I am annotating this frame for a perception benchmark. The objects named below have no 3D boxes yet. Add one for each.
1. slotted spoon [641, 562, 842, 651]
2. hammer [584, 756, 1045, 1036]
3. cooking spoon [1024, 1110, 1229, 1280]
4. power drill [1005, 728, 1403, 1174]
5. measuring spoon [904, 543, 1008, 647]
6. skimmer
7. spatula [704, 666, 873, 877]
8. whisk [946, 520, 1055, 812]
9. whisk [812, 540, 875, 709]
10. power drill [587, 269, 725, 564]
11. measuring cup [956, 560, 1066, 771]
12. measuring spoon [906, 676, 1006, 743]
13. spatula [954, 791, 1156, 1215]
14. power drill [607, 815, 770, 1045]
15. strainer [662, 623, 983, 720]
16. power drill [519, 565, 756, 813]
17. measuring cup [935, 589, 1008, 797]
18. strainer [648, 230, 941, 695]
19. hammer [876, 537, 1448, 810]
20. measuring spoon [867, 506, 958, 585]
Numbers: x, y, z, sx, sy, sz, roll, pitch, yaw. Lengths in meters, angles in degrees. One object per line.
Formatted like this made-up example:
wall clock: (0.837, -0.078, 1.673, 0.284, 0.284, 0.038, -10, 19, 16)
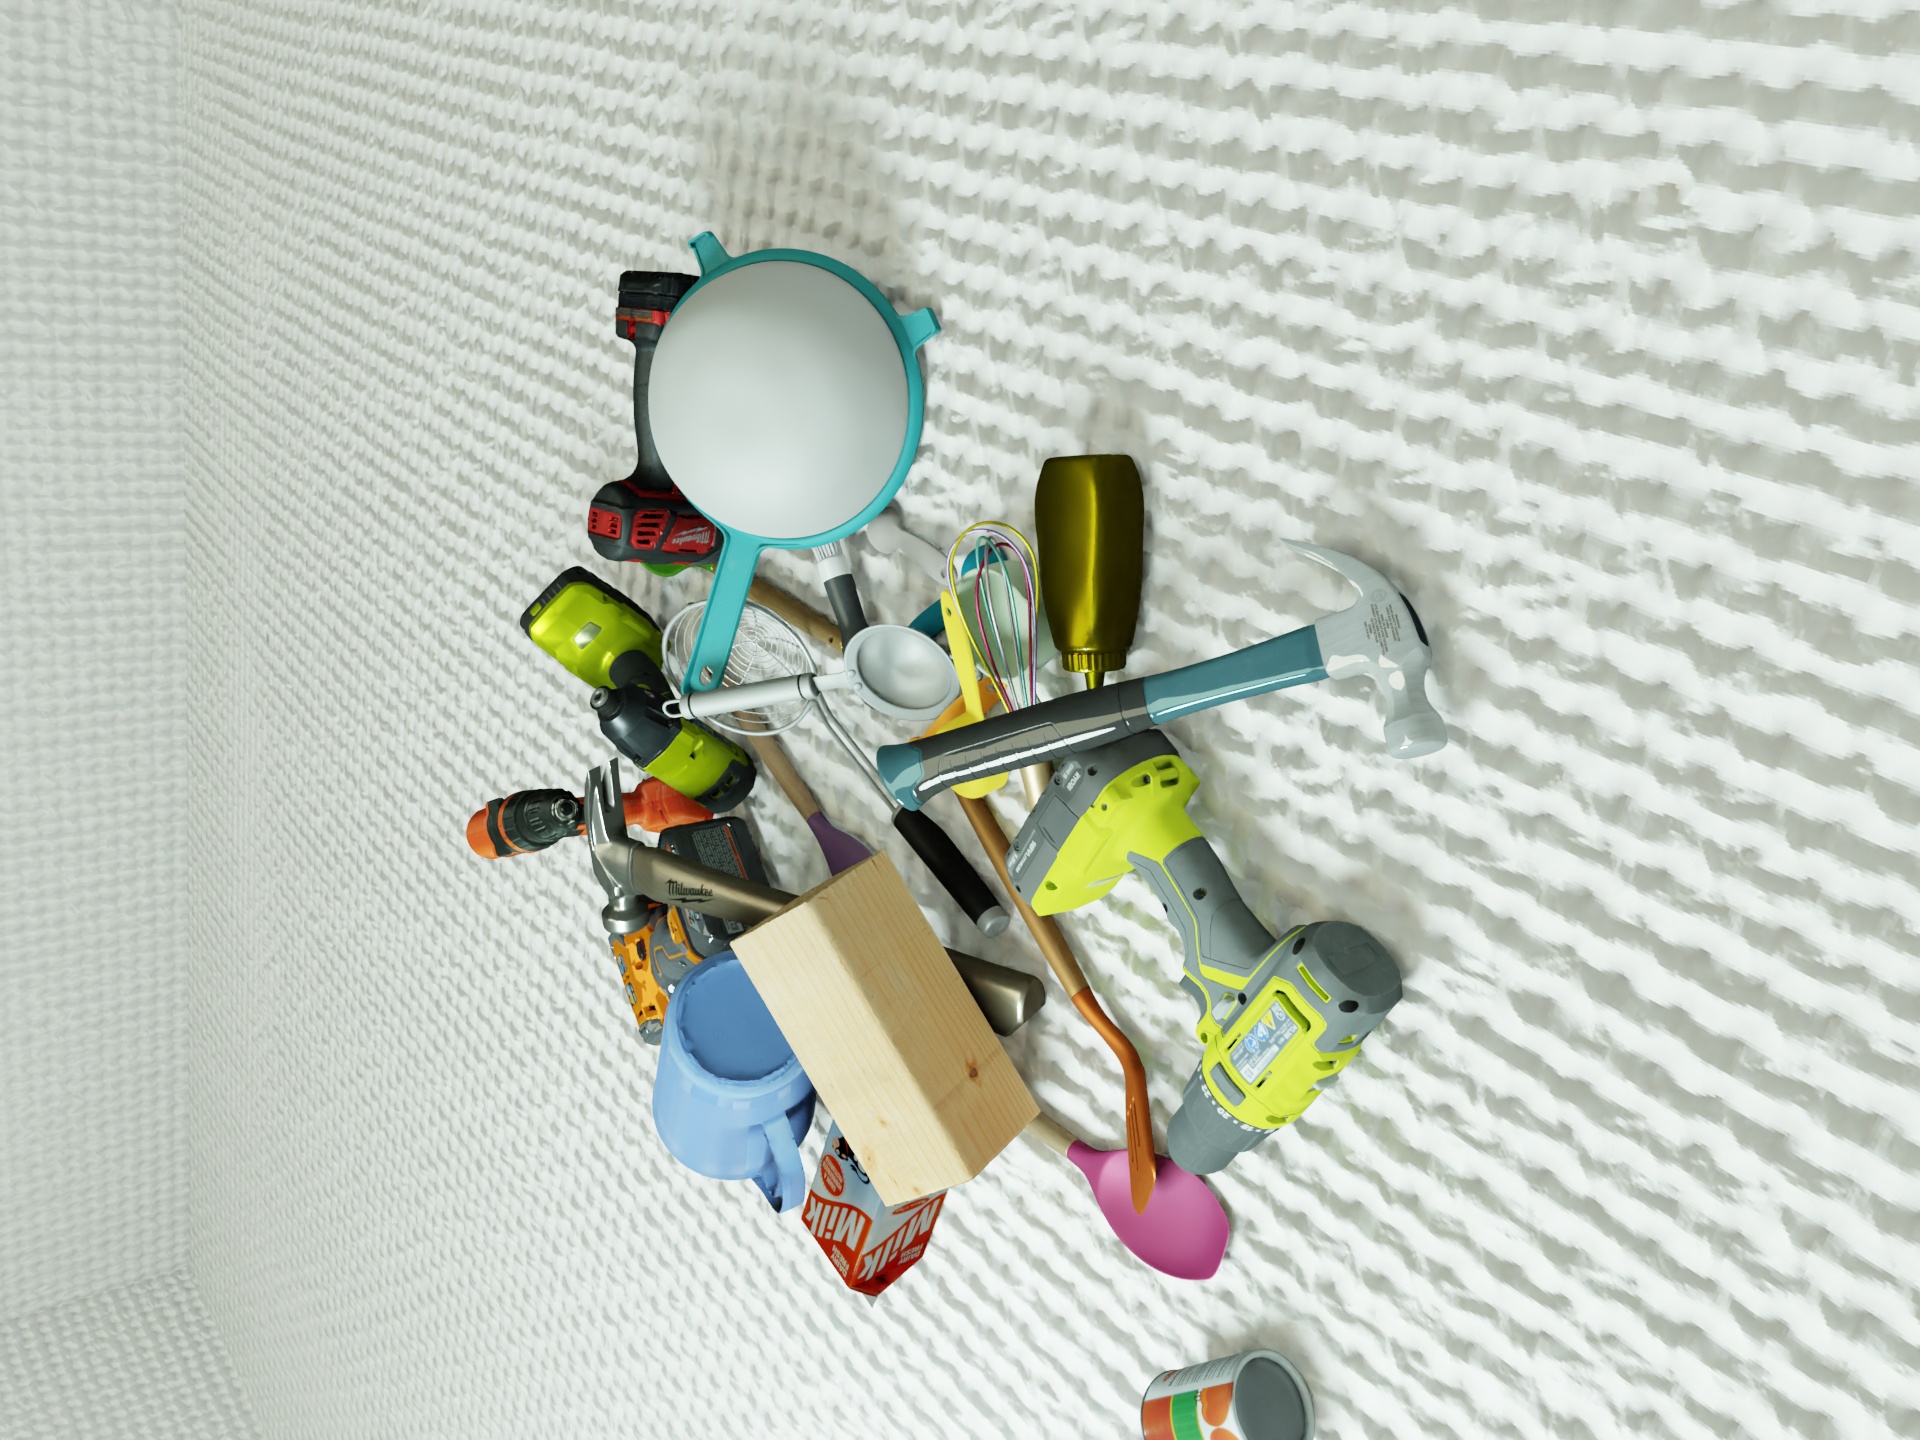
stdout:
slotted spoon: (-0.184, -0.116, 1.306, 0.314, 0.031, 0.070, 31, 119, 42)
hammer: (-0.120, 0.137, 1.168, 0.411, 0.038, 0.146, 13, 118, 32)
cooking spoon: (0.060, 0.278, 1.076, 0.319, 0.017, 0.069, 24, 100, 47)
power drill: (0.128, 0.135, 0.926, 0.229, 0.080, 0.190, 52, 133, 28)
measuring spoon: (-0.011, -0.080, 1.100, 0.128, 0.021, 0.042, -35, 69, 47)
skimmer: (-0.099, 0.038, 1.174, 0.364, 0.090, 0.127, 48, 138, 34)
spatula: (-0.128, 0.058, 1.272, 0.316, 0.018, 0.059, 52, 131, 31)
whisk: (0.042, -0.008, 0.990, 0.051, 0.047, 0.244, 20, 131, 53)
whisk: (-0.104, -0.143, 1.181, 0.070, 0.070, 0.285, -26, 81, 50)
power drill: (-0.209, -0.229, 1.237, 0.079, 0.143, 0.219, 18, 104, 44)
measuring cup: (0.053, -0.026, 1.028, 0.083, 0.038, 0.167, -25, 91, 52)
measuring spoon: (-0.002, -0.004, 1.111, 0.021, 0.011, 0.117, 42, 135, -9)
spatula: (0.059, 0.162, 1.039, 0.323, 0.041, 0.081, 60, 162, 29)
power drill: (-0.247, 0.171, 1.392, 0.226, 0.084, 0.164, -49, 59, 48)
strainer: (-0.101, -0.029, 1.139, 0.258, 0.050, 0.086, -9, 126, 20)
power drill: (-0.277, -0.030, 1.331, 0.080, 0.171, 0.223, -46, 49, 3)
measuring cup: (-0.004, -0.014, 1.054, 0.062, 0.029, 0.156, 31, 142, 46)
strainer: (-0.157, -0.161, 1.116, 0.211, 0.095, 0.340, 22, 107, 12)
hammer: (0.094, -0.006, 0.883, 0.331, 0.033, 0.128, -17, 71, 29)
measuring spoon: (-0.037, -0.120, 1.114, 0.124, 0.018, 0.034, 40, 126, 52)
